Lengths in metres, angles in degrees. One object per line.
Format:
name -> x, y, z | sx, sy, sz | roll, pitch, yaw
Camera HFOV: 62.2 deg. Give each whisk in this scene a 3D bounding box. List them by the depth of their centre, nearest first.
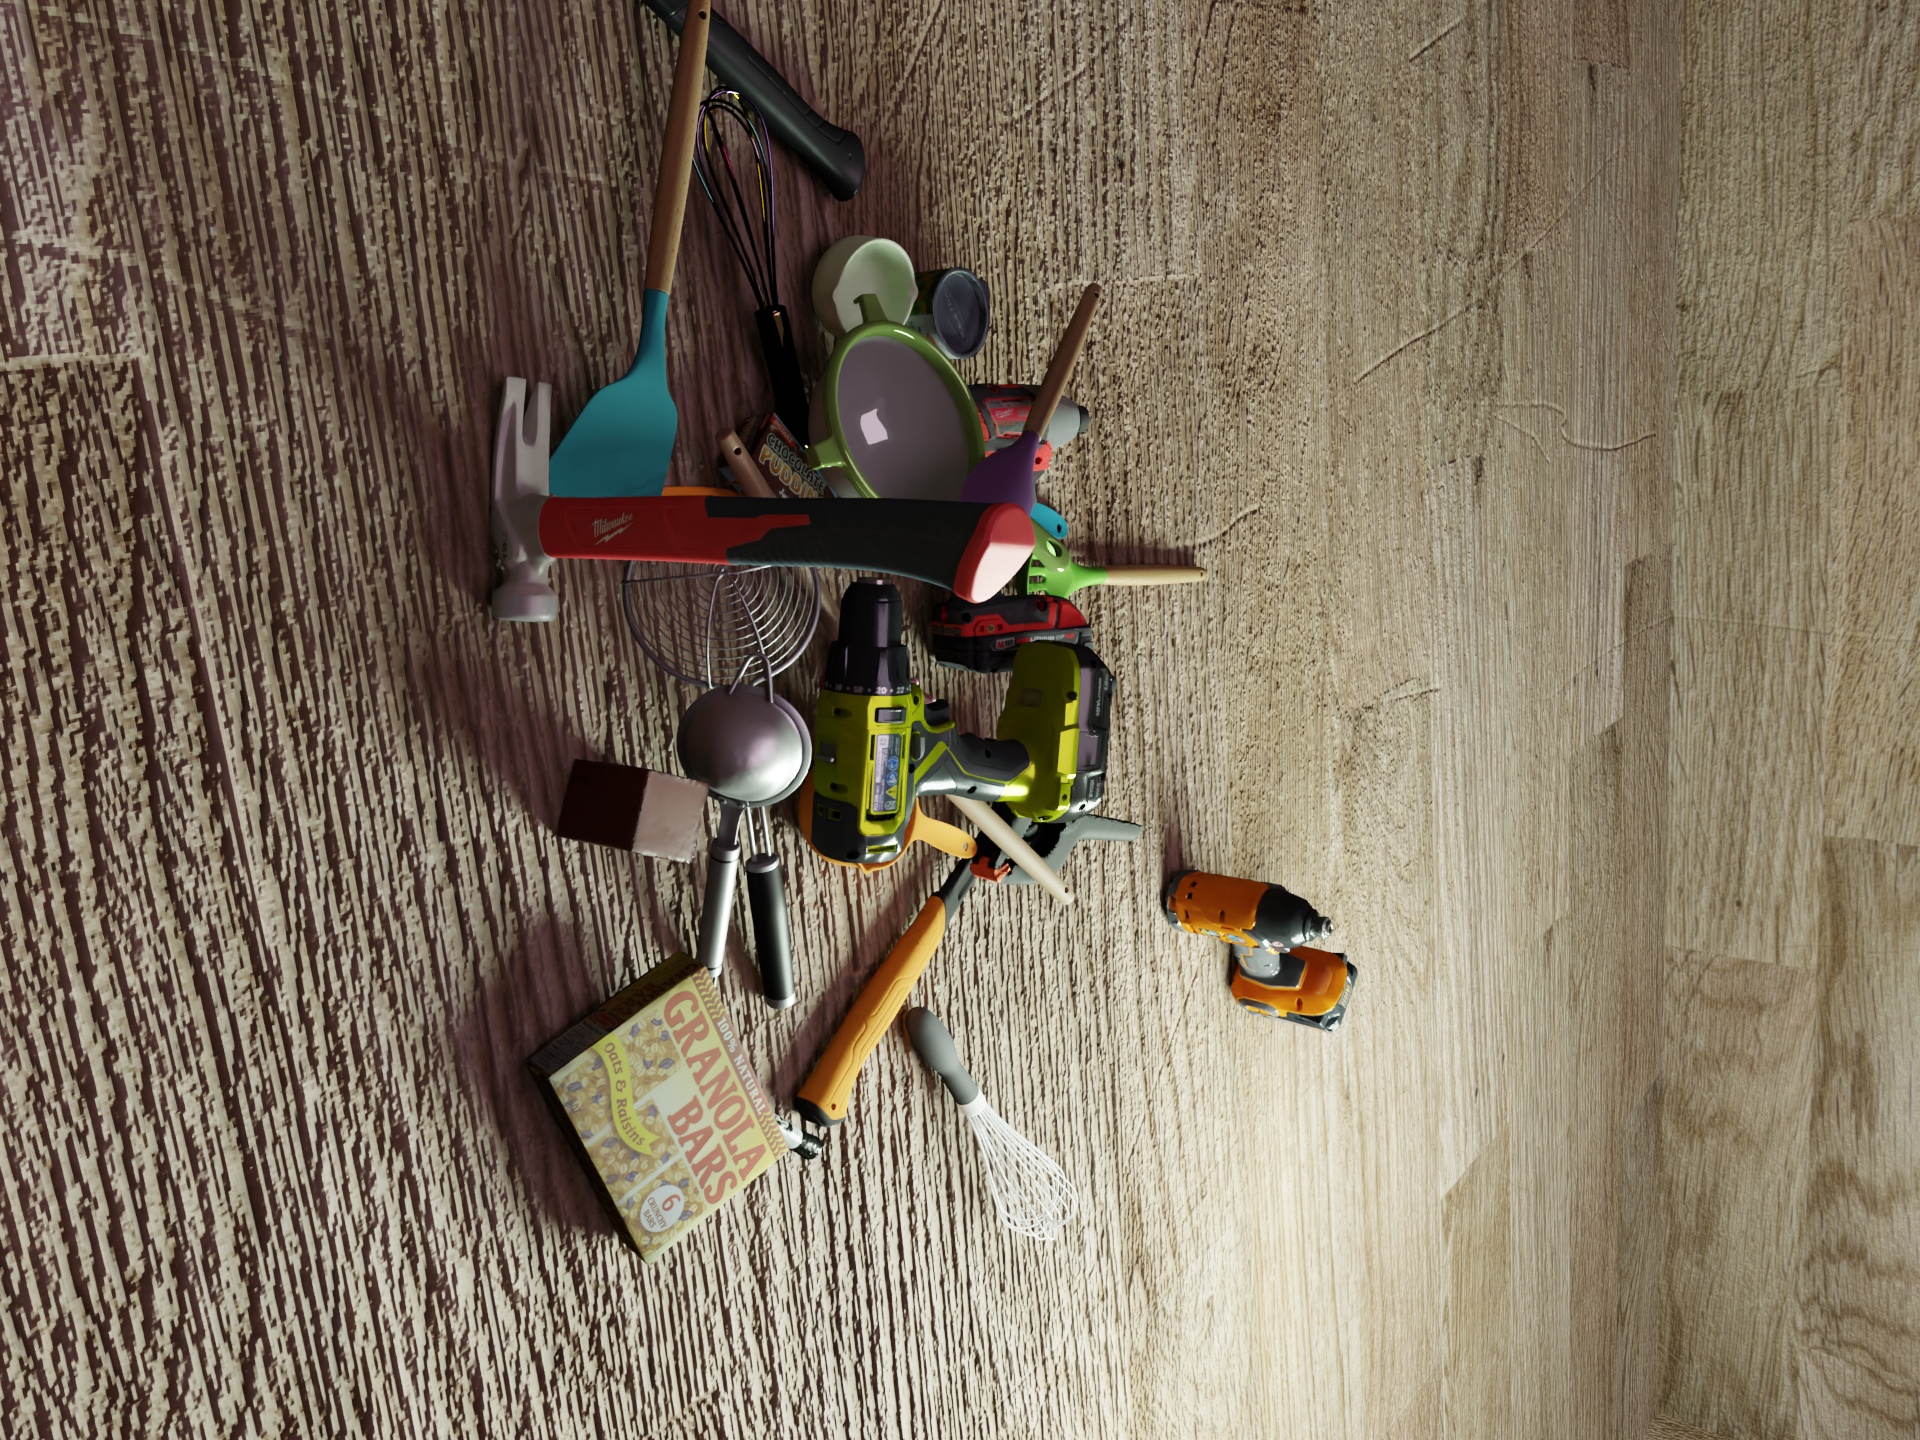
whisk -> -0.134, -0.292, 1.055 | 0.047, 0.051, 0.244 | -95, 174, -58
whisk -> 0.021, 0.340, 1.332 | 0.070, 0.070, 0.284 | -51, 125, -33

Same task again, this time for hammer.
hammer -> -0.122, -0.115, 0.829 | 0.038, 0.386, 0.143 | -2, 96, -50
hammer -> -0.172, -0.439, 1.004 | 0.334, 0.035, 0.146 | 33, 69, -48
hammer -> -0.033, 0.168, 1.255 | 0.337, 0.034, 0.127 | -56, 134, -29

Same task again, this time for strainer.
strainer -> -0.152, 0.079, 1.039 | 0.050, 0.087, 0.258 | -83, -175, -61
strainer -> -0.022, -0.174, 1.148 | 0.256, 0.069, 0.152 | 36, 55, -36

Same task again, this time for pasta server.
pasta server -> -0.093, -0.080, 1.123 | 0.060, 0.040, 0.315 | -45, 135, -18

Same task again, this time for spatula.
spatula -> -0.190, -0.288, 0.978 | 0.082, 0.044, 0.317 | 10, 89, -39
spatula -> 0.058, -0.230, 1.187 | 0.059, 0.018, 0.316 | 41, 51, -23

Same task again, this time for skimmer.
skimmer -> -0.146, 0.031, 1.089 | 0.127, 0.090, 0.363 | -10, 120, -12

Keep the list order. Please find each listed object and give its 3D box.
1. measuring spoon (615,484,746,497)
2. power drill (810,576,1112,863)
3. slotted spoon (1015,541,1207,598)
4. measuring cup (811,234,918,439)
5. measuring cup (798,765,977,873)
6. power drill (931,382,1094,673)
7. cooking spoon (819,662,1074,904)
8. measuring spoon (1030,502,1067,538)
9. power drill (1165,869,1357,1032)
measuring spoon -> -0.179, -0.145, 1.052 | 0.117, 0.011, 0.021 | -4, 98, -50
power drill -> -0.002, -0.004, 1.128 | 0.228, 0.080, 0.190 | -2, 99, -38
slotted spoon -> 0.139, -0.129, 1.430 | 0.313, 0.031, 0.070 | -8, 101, -52
measuring cup -> -0.078, -0.266, 1.149 | 0.083, 0.038, 0.167 | -17, 125, -44
measuring cup -> -0.054, 0.077, 1.202 | 0.173, 0.052, 0.095 | 28, 70, -50
power drill -> 0.040, -0.152, 1.242 | 0.143, 0.079, 0.219 | -8, 100, -27
cooking spoon -> -0.002, 0.053, 1.200 | 0.318, 0.017, 0.069 | 46, 53, -36
measuring spoon -> 0.054, -0.174, 1.333 | 0.128, 0.021, 0.042 | 17, 83, -59
power drill -> 0.318, 0.230, 1.589 | 0.226, 0.164, 0.084 | 49, 58, -44
